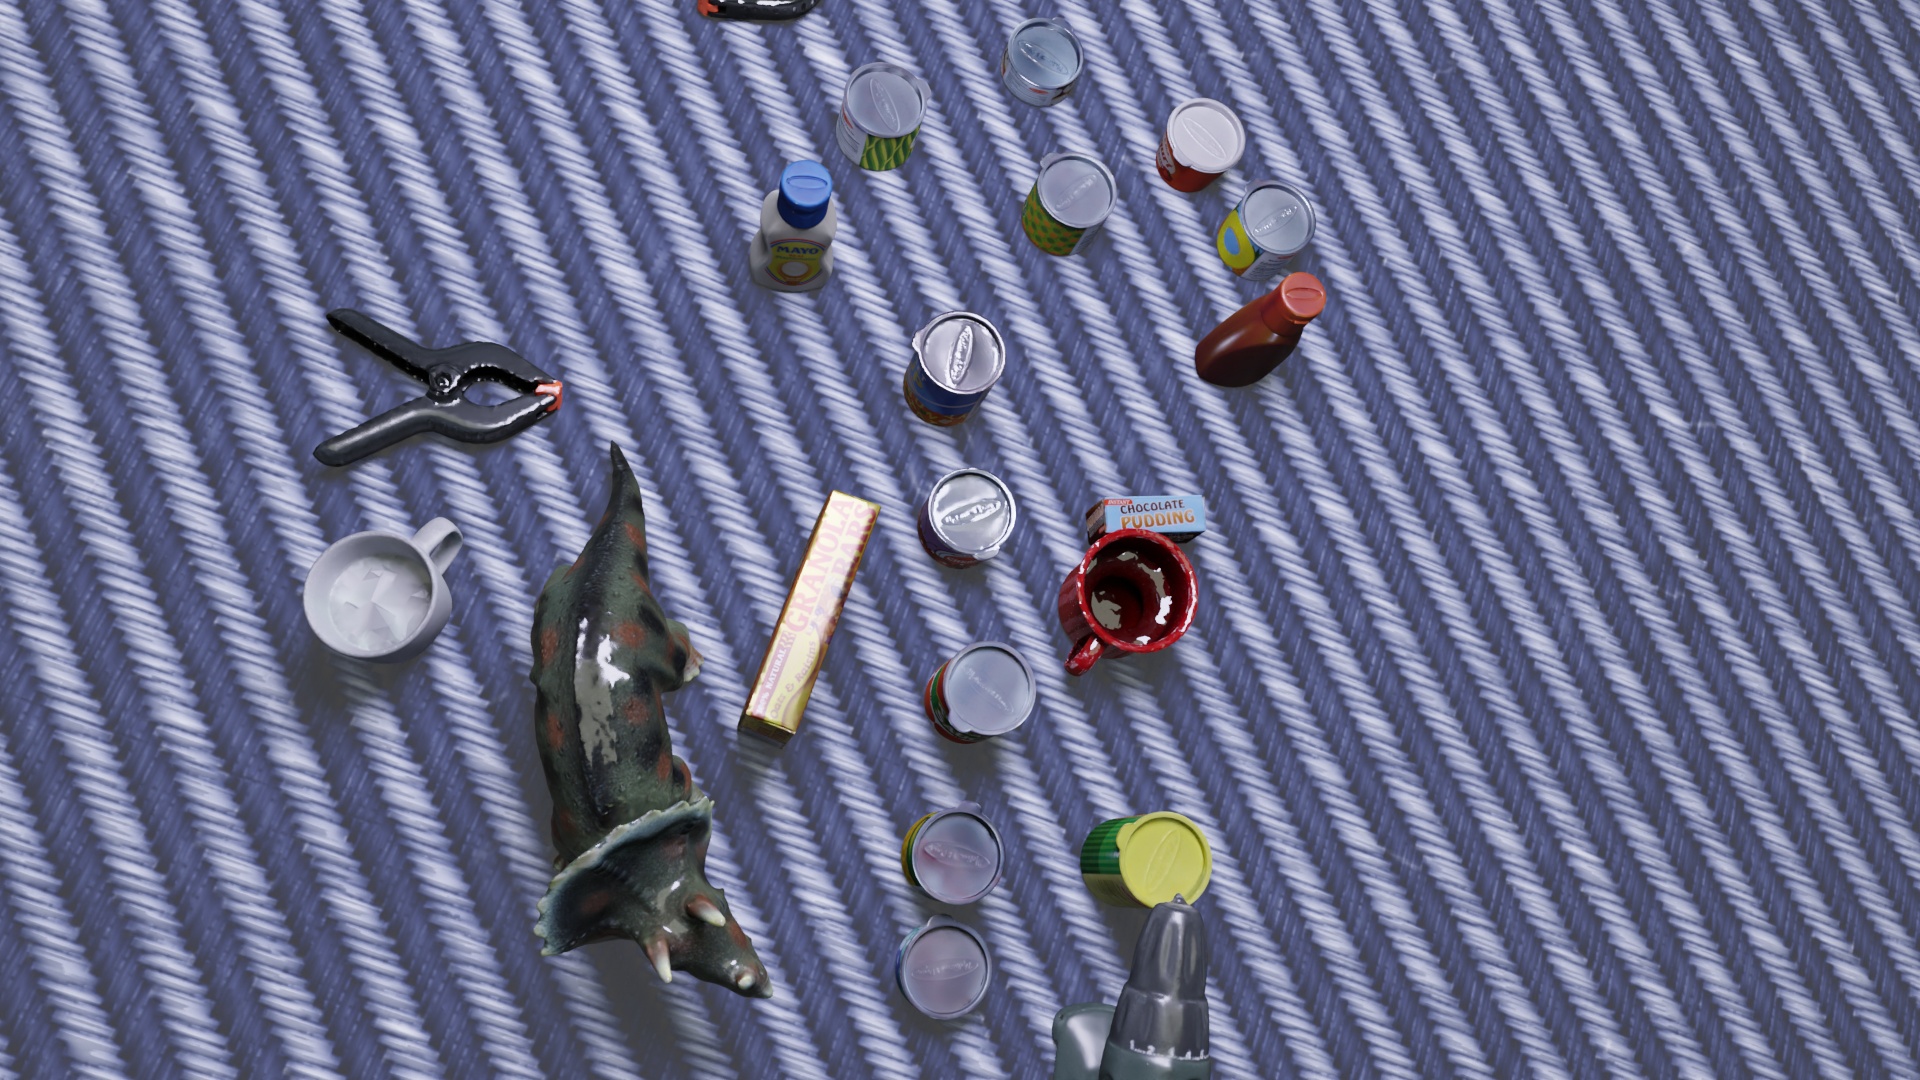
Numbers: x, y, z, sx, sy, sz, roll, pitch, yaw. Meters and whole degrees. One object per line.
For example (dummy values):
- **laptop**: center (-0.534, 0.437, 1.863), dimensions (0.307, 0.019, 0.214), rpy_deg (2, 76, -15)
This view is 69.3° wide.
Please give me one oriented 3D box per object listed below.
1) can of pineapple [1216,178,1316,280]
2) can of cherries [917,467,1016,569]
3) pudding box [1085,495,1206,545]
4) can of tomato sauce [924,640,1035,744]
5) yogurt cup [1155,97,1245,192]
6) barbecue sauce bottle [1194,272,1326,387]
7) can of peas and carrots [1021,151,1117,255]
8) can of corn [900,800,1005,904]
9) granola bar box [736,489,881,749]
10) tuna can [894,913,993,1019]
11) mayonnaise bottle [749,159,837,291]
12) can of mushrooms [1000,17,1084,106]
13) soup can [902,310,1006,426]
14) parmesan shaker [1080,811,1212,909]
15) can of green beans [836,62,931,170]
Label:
- **can of pineapple**: center (0.254, -0.260, 1.163), dimensions (0.071, 0.057, 0.071), rpy_deg (3, 76, -11)
- **can of cherries**: center (0.004, -0.013, 1.050), dimensions (0.071, 0.058, 0.071), rpy_deg (3, 76, -11)
- **pudding box**: center (0.145, -0.016, 1.085), dimensions (0.084, 0.049, 0.030), rpy_deg (-1, 77, -12)
- **can of tomato sauce**: center (0.012, 0.114, 1.008), dimensions (0.071, 0.083, 0.071), rpy_deg (3, 76, -11)
- **yogurt cup**: center (0.199, -0.330, 1.171), dimensions (0.072, 0.053, 0.072), rpy_deg (3, 76, -11)
- **barbecue sauce bottle**: center (0.238, -0.164, 1.089), dimensions (0.065, 0.148, 0.044), rpy_deg (0, 77, -12)
- **can of peas and carrots**: center (0.086, -0.275, 1.131), dimensions (0.071, 0.058, 0.071), rpy_deg (3, 76, -11)
- **can of corn**: center (-0.006, 0.222, 0.990), dimensions (0.071, 0.058, 0.071), rpy_deg (3, 76, -11)
- **granola bar box**: center (-0.109, 0.058, 0.975), dimensions (0.039, 0.124, 0.166), rpy_deg (21, 73, -6)
- **tuna can**: center (-0.013, 0.300, 0.983), dimensions (0.071, 0.032, 0.071), rpy_deg (3, 76, -11)
- **mayonnaise bottle**: center (-0.121, -0.231, 1.031), dimensions (0.065, 0.147, 0.041), rpy_deg (1, 77, -11)
- **can of mushrooms**: center (0.070, -0.405, 1.173), dimensions (0.071, 0.033, 0.071), rpy_deg (3, 76, -11)
- **soup can**: center (-0.009, -0.131, 1.063), dimensions (0.071, 0.083, 0.071), rpy_deg (3, 76, -11)
- **parmesan shaker**: center (0.128, 0.228, 0.993), dimensions (0.071, 0.103, 0.071), rpy_deg (3, 76, -11)
- **can of green beans**: center (-0.064, -0.339, 1.116), dimensions (0.071, 0.057, 0.071), rpy_deg (3, 76, -11)
